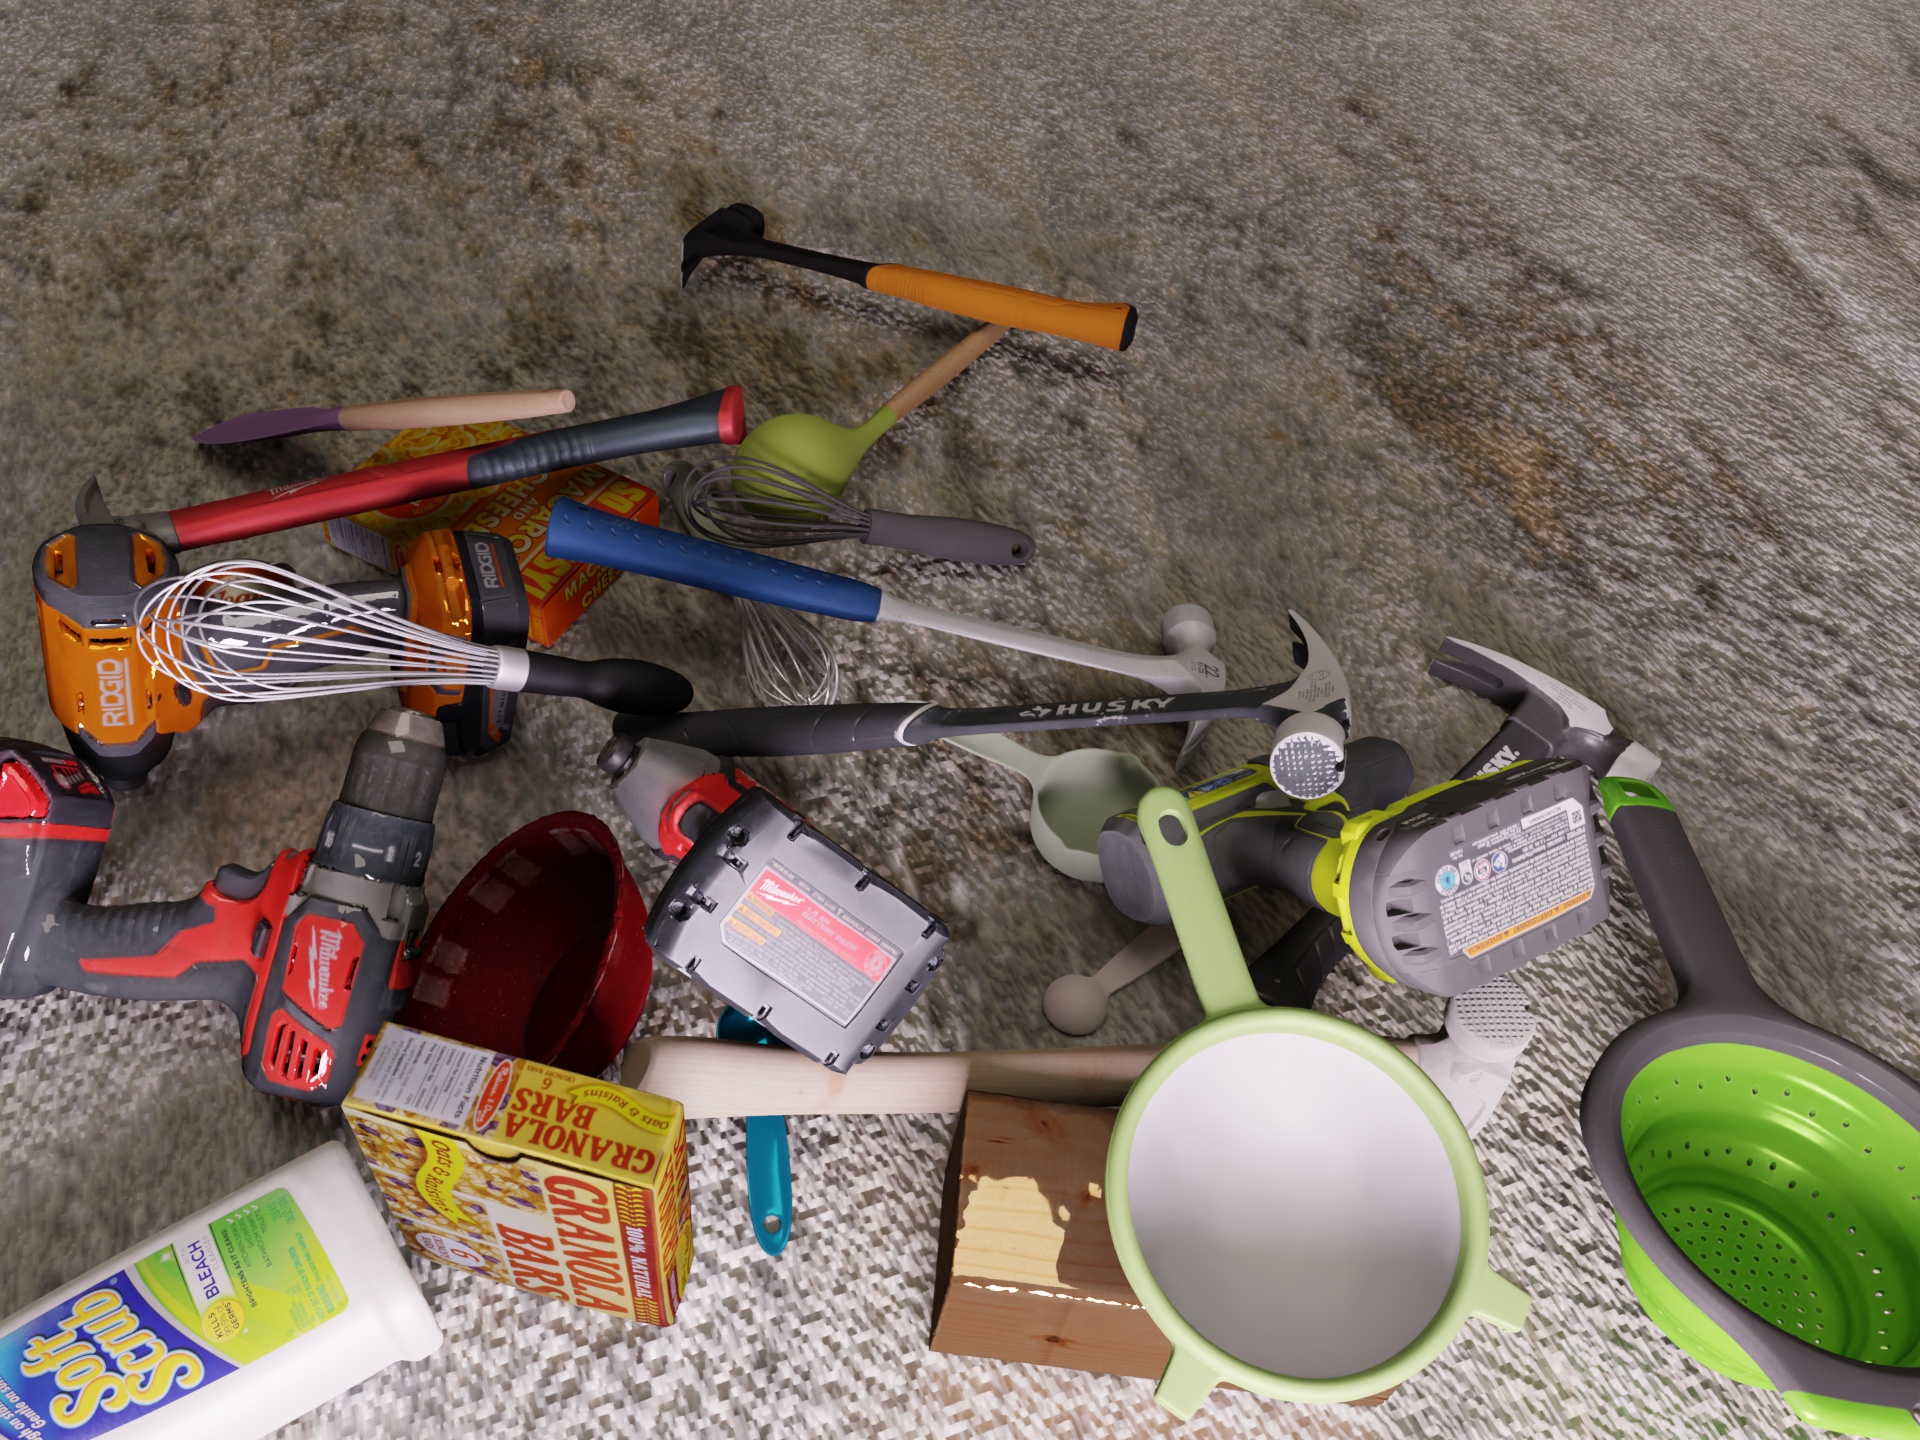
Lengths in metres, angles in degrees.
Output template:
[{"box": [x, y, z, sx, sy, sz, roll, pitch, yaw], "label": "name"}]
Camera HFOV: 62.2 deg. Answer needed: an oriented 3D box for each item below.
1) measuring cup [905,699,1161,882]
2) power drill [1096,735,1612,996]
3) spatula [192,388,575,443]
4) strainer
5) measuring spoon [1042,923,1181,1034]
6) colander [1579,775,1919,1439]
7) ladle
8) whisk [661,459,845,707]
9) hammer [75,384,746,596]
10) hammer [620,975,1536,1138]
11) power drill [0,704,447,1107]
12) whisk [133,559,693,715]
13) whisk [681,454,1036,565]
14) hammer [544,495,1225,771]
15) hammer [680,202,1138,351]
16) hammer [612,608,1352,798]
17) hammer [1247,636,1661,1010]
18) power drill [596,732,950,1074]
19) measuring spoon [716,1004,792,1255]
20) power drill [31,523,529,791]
[{"box": [0.038, 0.037, 0.911, 0.168, 0.038, 0.083, 27, 51, 17], "label": "measuring cup"}, {"box": [0.202, 0.057, 0.789, 0.190, 0.080, 0.228, -19, 11, -24], "label": "power drill"}, {"box": [-0.355, -0.183, 0.963, 0.316, 0.018, 0.060, 2, 31, 30], "label": "spatula"}, {"box": [0.116, 0.152, 0.667, 0.151, 0.069, 0.257, -11, 62, -10], "label": "strainer"}, {"box": [0.094, 0.126, 0.854, 0.124, 0.018, 0.034, -31, 60, -30], "label": "measuring spoon"}, {"box": [0.380, 0.188, 0.804, 0.204, 0.094, 0.398, 7, 40, -4], "label": "colander"}, {"box": [-0.048, -0.227, 1.111, 0.062, 0.078, 0.320, 19, 42, 22], "label": "ladle"}, {"box": [-0.135, -0.084, 0.986, 0.059, 0.057, 0.247, 13, 35, -46], "label": "whisk"}, {"box": [-0.313, -0.151, 0.951, 0.386, 0.038, 0.143, -18, 30, -27], "label": "hammer"}, {"box": [0.048, 0.174, 0.752, 0.410, 0.146, 0.038, -1, 52, 0], "label": "hammer"}, {"box": [-0.361, 0.067, 0.753, 0.226, 0.080, 0.188, 14, 84, 3], "label": "power drill"}, {"box": [-0.257, -0.031, 0.791, 0.284, 0.070, 0.070, 8, 42, -41], "label": "whisk"}, {"box": [-0.058, -0.125, 0.999, 0.238, 0.055, 0.055, 6, 47, -26], "label": "whisk"}, {"box": [-0.038, -0.063, 0.929, 0.405, 0.035, 0.144, 13, 34, -7], "label": "hammer"}, {"box": [-0.037, -0.321, 1.173, 0.337, 0.034, 0.127, 14, 34, 7], "label": "hammer"}, {"box": [-0.001, -0.003, 0.844, 0.409, 0.036, 0.149, -3, 27, 18], "label": "hammer"}, {"box": [0.261, 0.067, 0.919, 0.146, 0.035, 0.335, 40, 56, 23], "label": "hammer"}, {"box": [-0.099, 0.068, 0.741, 0.143, 0.220, 0.078, 39, 87, -21], "label": "power drill"}, {"box": [-0.096, 0.196, 0.773, 0.042, 0.021, 0.129, -1, 59, -12], "label": "measuring spoon"}, {"box": [-0.356, -0.027, 0.844, 0.226, 0.164, 0.084, -4, 49, -28], "label": "power drill"}]
